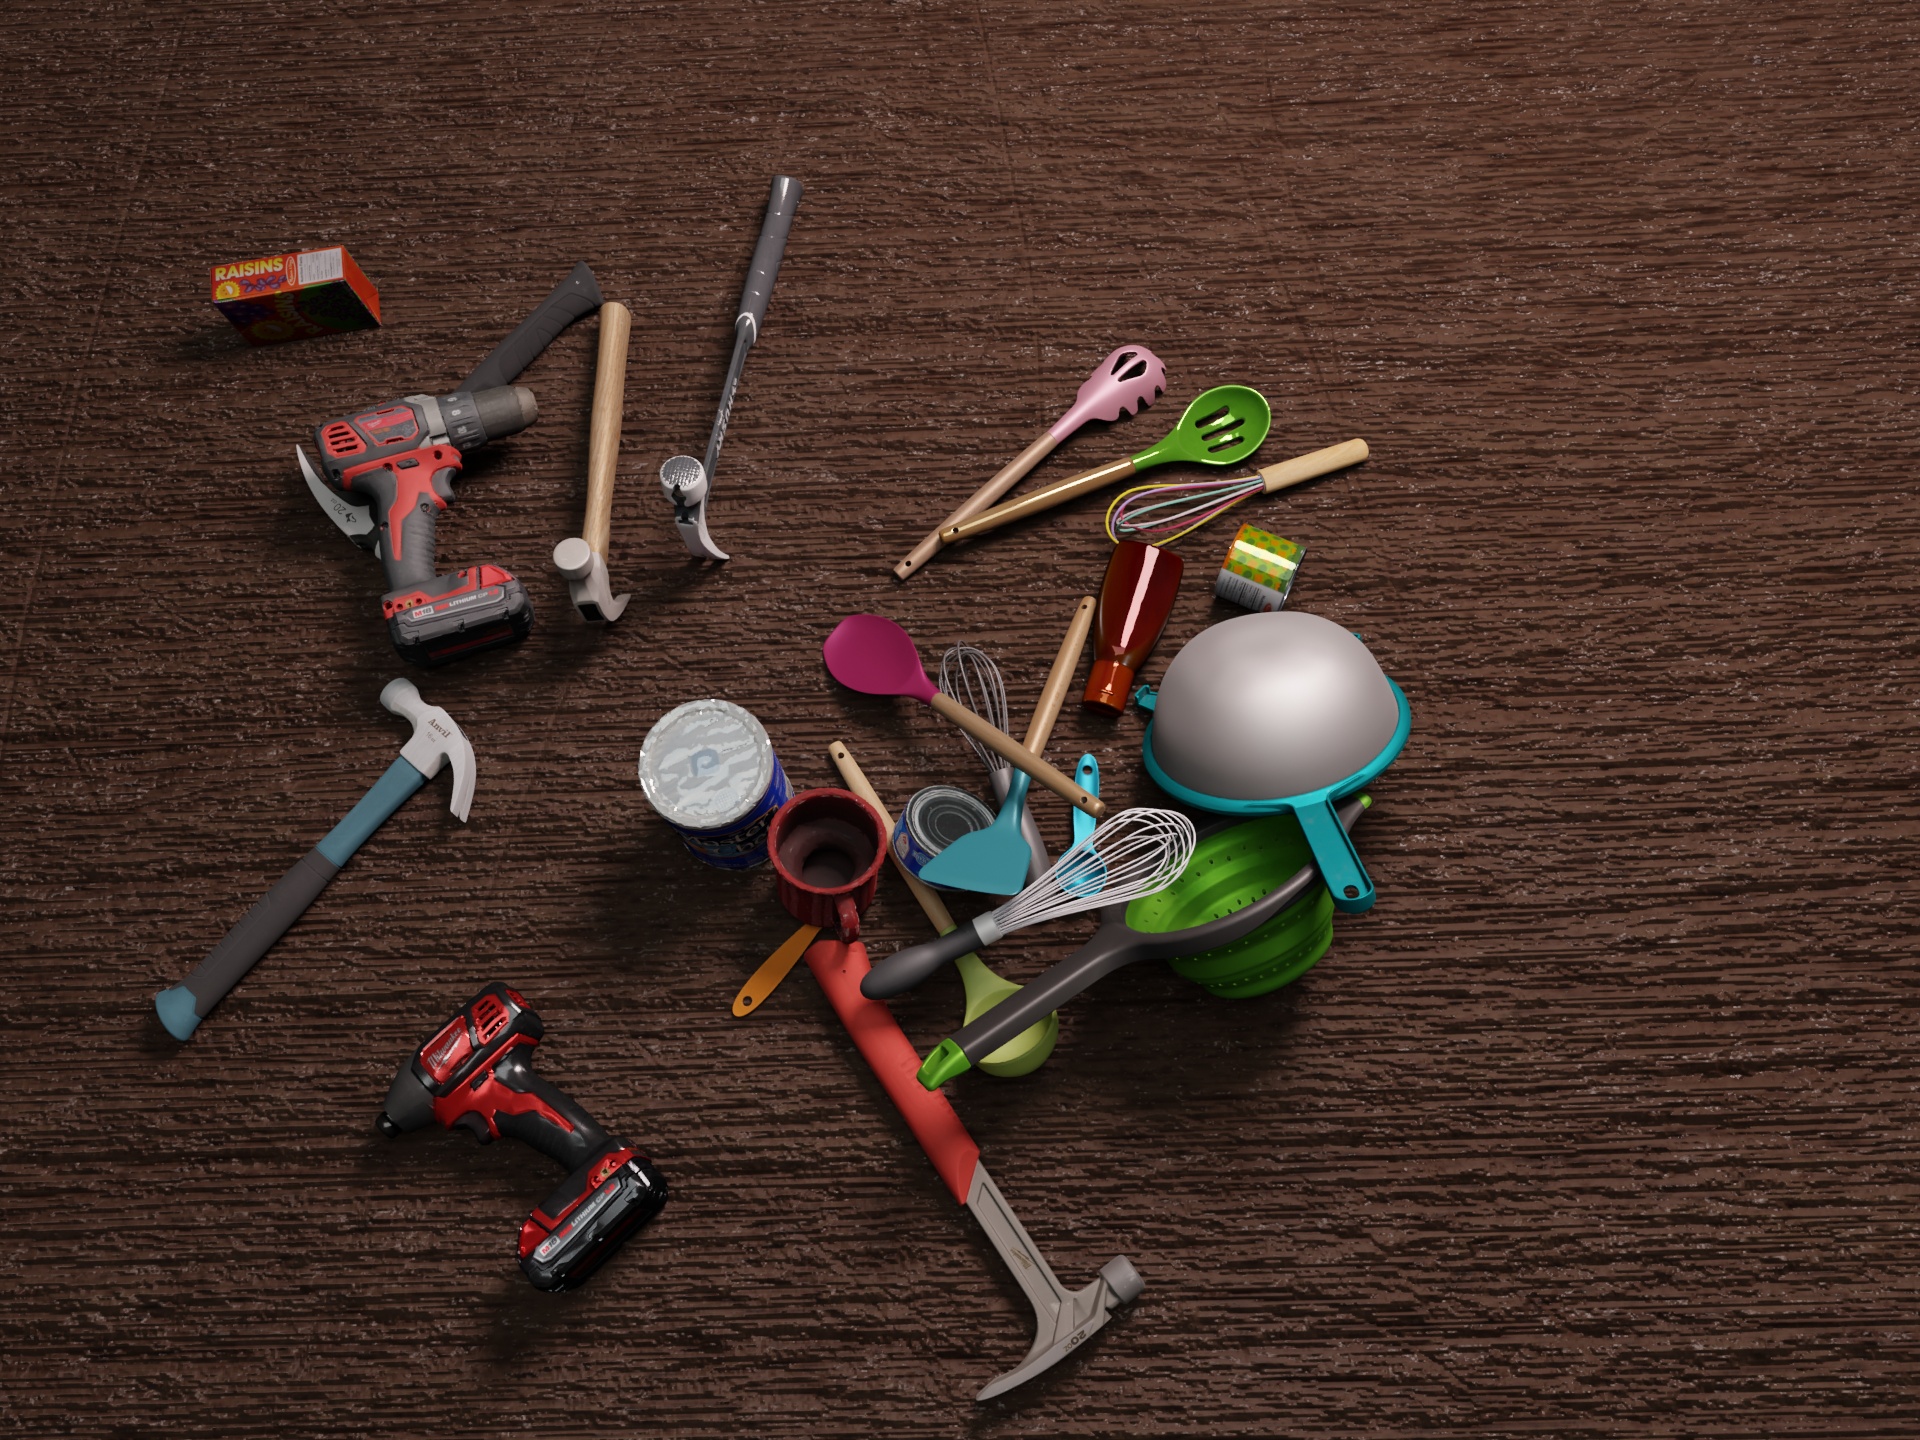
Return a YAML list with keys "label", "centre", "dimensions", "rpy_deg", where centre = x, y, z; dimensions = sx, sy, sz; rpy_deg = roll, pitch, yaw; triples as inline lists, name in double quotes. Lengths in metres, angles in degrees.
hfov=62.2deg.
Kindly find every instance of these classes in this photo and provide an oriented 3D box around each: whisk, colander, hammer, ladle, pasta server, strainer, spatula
- label: "whisk"
  centre: [0.034, 0.044, 1.311]
  dimensions: [0.055, 0.055, 0.239]
  rpy_deg: [-18, 75, -4]
- label: "colander"
  centre: [0.151, 0.188, 1.200]
  dimensions: [0.397, 0.204, 0.094]
  rpy_deg: [-32, 105, -14]
- label: "hammer"
  centre: [-0.194, -0.329, 1.419]
  dimensions: [0.036, 0.149, 0.409]
  rpy_deg: [8, 63, 4]
- label: "whisk"
  centre: [0.049, 0.143, 1.216]
  dimensions: [0.284, 0.070, 0.070]
  rpy_deg: [-27, 72, 4]
- label: "ladle"
  centre: [-0.025, 0.143, 1.275]
  dimensions: [0.078, 0.062, 0.320]
  rpy_deg: [-30, 70, -8]
- label: "whisk"
  centre: [0.242, -0.205, 1.388]
  dimensions: [0.245, 0.051, 0.047]
  rpy_deg: [-19, 66, -7]
- label: "hammer"
  centre: [-0.452, -0.298, 1.451]
  dimensions: [0.146, 0.035, 0.335]
  rpy_deg: [37, 77, 13]
- label: "pasta server"
  centre: [0.062, -0.229, 1.413]
  dimensions: [0.316, 0.040, 0.060]
  rpy_deg: [-42, 75, -7]
- label: "hammer"
  centre: [-0.021, 0.326, 1.222]
  dimensions: [0.149, 0.036, 0.359]
  rpy_deg: [-33, 74, -9]
- label: "strainer"
  centre: [0.243, 0.008, 1.187]
  dimensions: [0.211, 0.095, 0.341]
  rpy_deg: [-15, 31, 4]
- label: "hammer"
  centre: [-0.533, 0.123, 1.314]
  dimensions: [0.128, 0.033, 0.331]
  rpy_deg: [37, 77, 14]
- label: "spatula"
  centre: [0.059, 0.014, 1.283]
  dimensions: [0.082, 0.044, 0.318]
  rpy_deg: [8, 55, 22]
- label: "hammer"
  centre: [-0.312, -0.231, 1.394]
  dimensions: [0.031, 0.130, 0.332]
  rpy_deg: [-3, 60, 1]

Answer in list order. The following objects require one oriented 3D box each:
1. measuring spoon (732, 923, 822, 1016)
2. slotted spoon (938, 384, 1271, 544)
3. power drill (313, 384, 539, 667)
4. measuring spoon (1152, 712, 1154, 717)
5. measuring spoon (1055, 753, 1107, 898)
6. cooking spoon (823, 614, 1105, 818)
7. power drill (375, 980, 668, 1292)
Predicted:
- label: "measuring spoon"
  centre: [-0.142, 0.194, 1.287]
  dimensions: [0.021, 0.011, 0.117]
  rpy_deg: [39, 81, 17]
- label: "slotted spoon"
  centre: [0.126, -0.217, 1.396]
  dimensions: [0.314, 0.031, 0.070]
  rpy_deg: [-22, 81, -7]
- label: "power drill"
  centre: [-0.433, -0.178, 1.366]
  dimensions: [0.188, 0.080, 0.227]
  rpy_deg: [-18, 80, -14]
- label: "measuring spoon"
  centre: [0.212, 0.027, 1.328]
  dimensions: [0.124, 0.018, 0.034]
  rpy_deg: [35, 78, 20]
- label: "measuring spoon"
  centre: [0.101, 0.089, 1.311]
  dimensions: [0.042, 0.021, 0.129]
  rpy_deg: [7, 63, -1]
- label: "cooking spoon"
  centre: [-0.002, -0.004, 1.287]
  dimensions: [0.319, 0.017, 0.069]
  rpy_deg: [34, 81, 36]
- label: "power drill"
  centre: [-0.341, 0.322, 1.218]
  dimensions: [0.143, 0.078, 0.220]
  rpy_deg: [-42, 72, -11]
